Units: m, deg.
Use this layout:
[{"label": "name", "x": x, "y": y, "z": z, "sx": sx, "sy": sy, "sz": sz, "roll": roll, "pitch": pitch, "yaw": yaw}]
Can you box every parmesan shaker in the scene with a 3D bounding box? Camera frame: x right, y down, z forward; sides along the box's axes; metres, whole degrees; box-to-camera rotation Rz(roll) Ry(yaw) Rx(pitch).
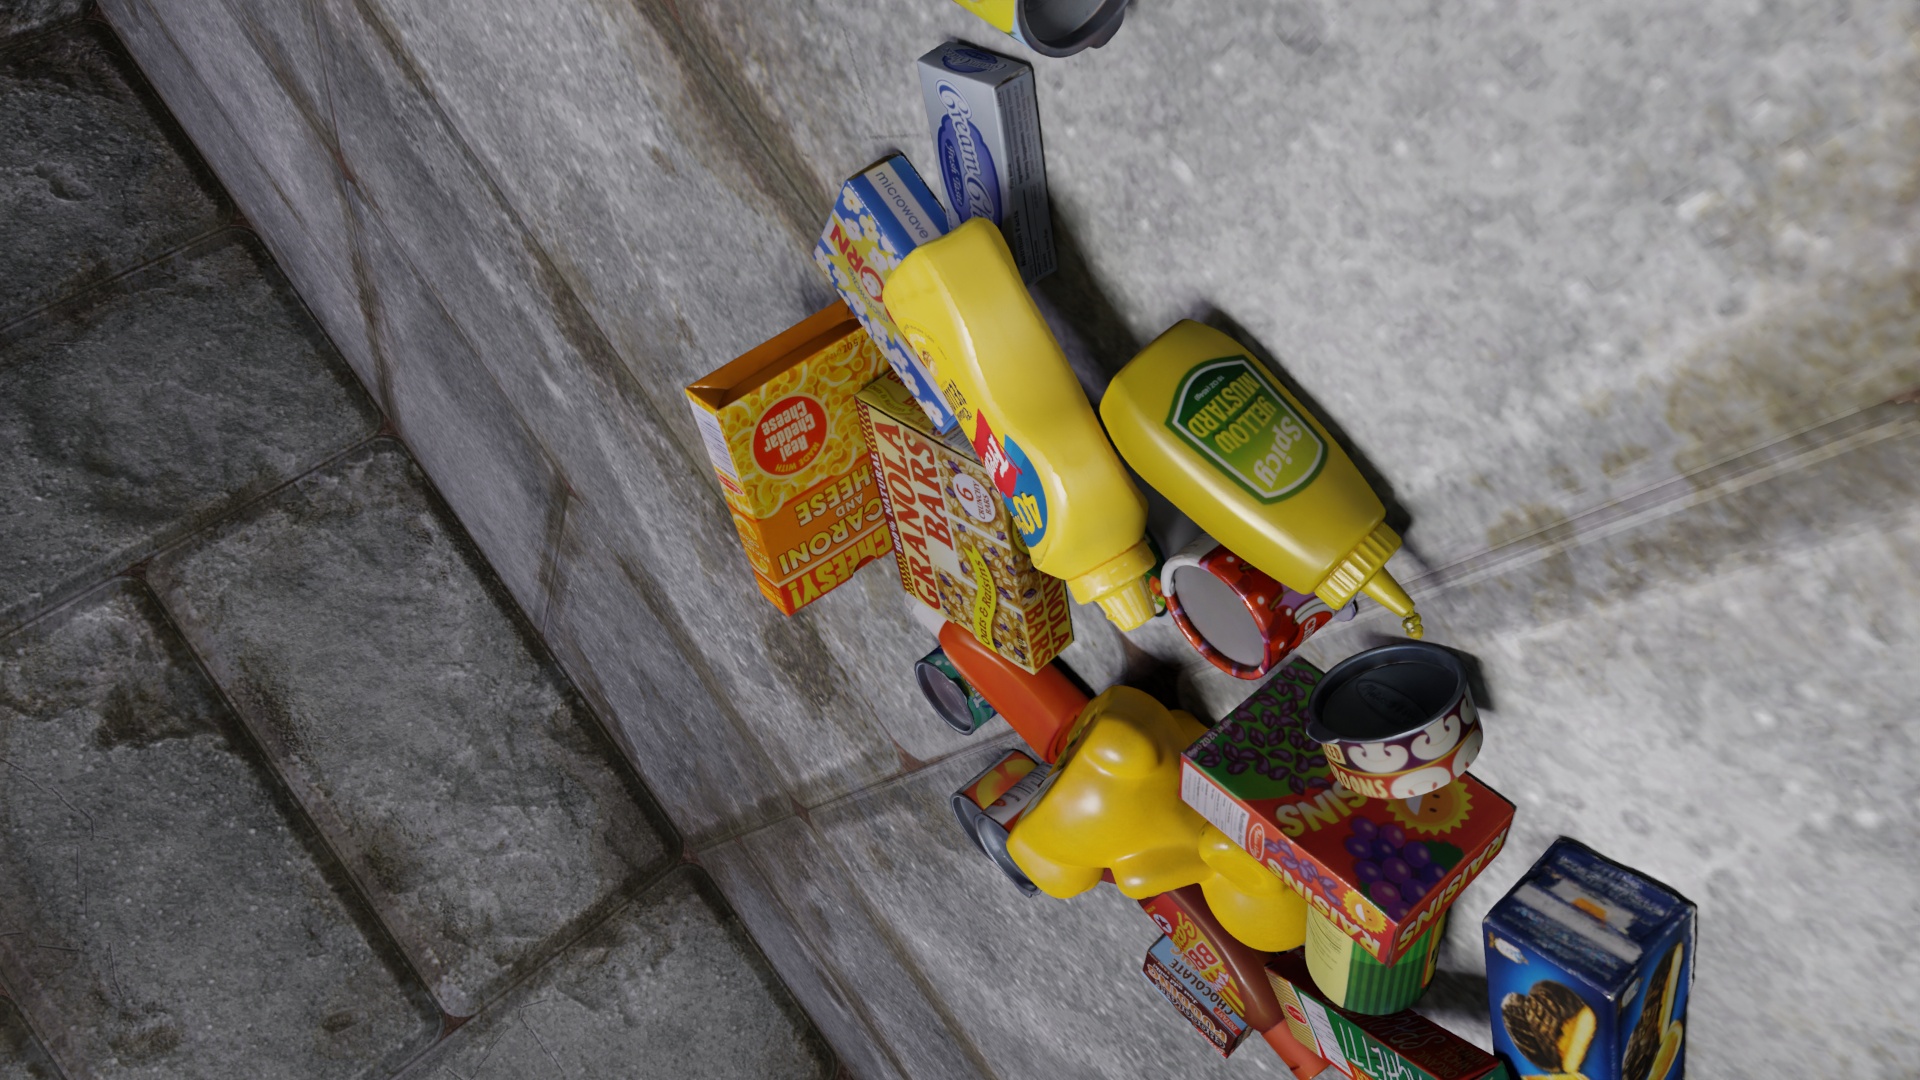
[{"label": "parmesan shaker", "x": 0.204, "y": 0.177, "z": 0.683, "sx": 0.071, "sy": 0.071, "sz": 0.102, "roll": 36, "pitch": 150, "yaw": 37}]

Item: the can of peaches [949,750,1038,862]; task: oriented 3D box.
[{"label": "can of peaches", "x": 0.037, "y": 0.200, "z": 1.032, "sx": 0.071, "sy": 0.058, "sz": 0.071, "roll": 41, "pitch": 152, "yaw": 28}]

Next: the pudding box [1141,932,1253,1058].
[{"label": "pudding box", "x": 0.167, "y": 0.315, "z": 0.972, "sx": 0.084, "sy": 0.030, "sz": 0.049, "roll": 42, "pitch": 154, "yaw": 27}]

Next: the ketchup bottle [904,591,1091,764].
[{"label": "ketchup bottle", "x": 0.023, "y": 0.078, "z": 0.917, "sx": 0.149, "sy": 0.044, "sz": 0.064, "roll": 44, "pitch": 153, "yaw": 24}]

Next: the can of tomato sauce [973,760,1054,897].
[{"label": "can of tomato sauce", "x": 0.062, "y": 0.189, "z": 0.938, "sx": 0.071, "sy": 0.083, "sz": 0.070, "roll": 42, "pitch": 153, "yaw": 27}]

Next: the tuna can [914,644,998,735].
[{"label": "tuna can", "x": 0.000, "y": 0.105, "z": 1.007, "sx": 0.071, "sy": 0.033, "sz": 0.070, "roll": 42, "pitch": 153, "yaw": 27}]

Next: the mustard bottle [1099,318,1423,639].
[{"label": "mustard bottle", "x": 0.131, "y": -0.020, "z": 0.567, "sx": 0.160, "sy": 0.065, "sz": 0.048, "roll": 44, "pitch": 163, "yaw": 12}]

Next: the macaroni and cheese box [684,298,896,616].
[{"label": "macaroni and cheese box", "x": -0.086, "y": -0.049, "z": 0.854, "sx": 0.040, "sy": 0.124, "sz": 0.165, "roll": 35, "pitch": 149, "yaw": 40}]

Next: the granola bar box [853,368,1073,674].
[{"label": "granola bar box", "x": 0.003, "y": -0.010, "z": 0.837, "sx": 0.124, "sy": 0.039, "sz": 0.164, "roll": 31, "pitch": 147, "yaw": 38}]

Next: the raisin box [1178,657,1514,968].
[{"label": "raisin box", "x": 0.174, "y": 0.121, "z": 0.637, "sx": 0.123, "sy": 0.086, "sz": 0.039, "roll": 37, "pitch": 149, "yaw": 35}]

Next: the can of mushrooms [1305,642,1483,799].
[{"label": "can of mushrooms", "x": 0.181, "y": 0.076, "z": 0.585, "sx": 0.071, "sy": 0.071, "sz": 0.033, "roll": 14, "pitch": 135, "yaw": 56}]

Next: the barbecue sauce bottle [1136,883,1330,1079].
[{"label": "barbecue sauce bottle", "x": 0.177, "y": 0.269, "z": 0.877, "sx": 0.149, "sy": 0.044, "sz": 0.064, "roll": 49, "pitch": 156, "yaw": 13}]

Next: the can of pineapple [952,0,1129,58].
[{"label": "can of pineapple", "x": 0.026, "y": -0.216, "z": 0.501, "sx": 0.058, "sy": 0.071, "sz": 0.070, "roll": 42, "pitch": 153, "yaw": 29}]

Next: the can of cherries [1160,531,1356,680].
[{"label": "can of cherries", "x": 0.134, "y": 0.021, "z": 0.617, "sx": 0.071, "sy": 0.058, "sz": 0.071, "roll": 42, "pitch": 153, "yaw": 28}]

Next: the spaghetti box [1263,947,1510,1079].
[{"label": "spaghetti box", "x": 0.220, "y": 0.264, "z": 0.723, "sx": 0.249, "sy": 0.029, "sz": 0.050, "roll": 145, "pitch": 101, "yaw": -81}]

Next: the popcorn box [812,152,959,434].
[{"label": "popcorn box", "x": -0.021, "y": -0.129, "z": 0.736, "sx": 0.126, "sy": 0.038, "sz": 0.085, "roll": 54, "pitch": 155, "yaw": 3}]

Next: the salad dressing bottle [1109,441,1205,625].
[{"label": "salad dressing bottle", "x": 0.071, "y": -0.025, "z": 0.692, "sx": 0.148, "sy": 0.044, "sz": 0.064, "roll": 48, "pitch": 153, "yaw": 17}]

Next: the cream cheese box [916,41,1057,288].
[{"label": "cream cheese box", "x": 0.014, "y": -0.170, "z": 0.635, "sx": 0.053, "sy": 0.024, "sz": 0.103, "roll": 32, "pitch": 148, "yaw": 39}]
